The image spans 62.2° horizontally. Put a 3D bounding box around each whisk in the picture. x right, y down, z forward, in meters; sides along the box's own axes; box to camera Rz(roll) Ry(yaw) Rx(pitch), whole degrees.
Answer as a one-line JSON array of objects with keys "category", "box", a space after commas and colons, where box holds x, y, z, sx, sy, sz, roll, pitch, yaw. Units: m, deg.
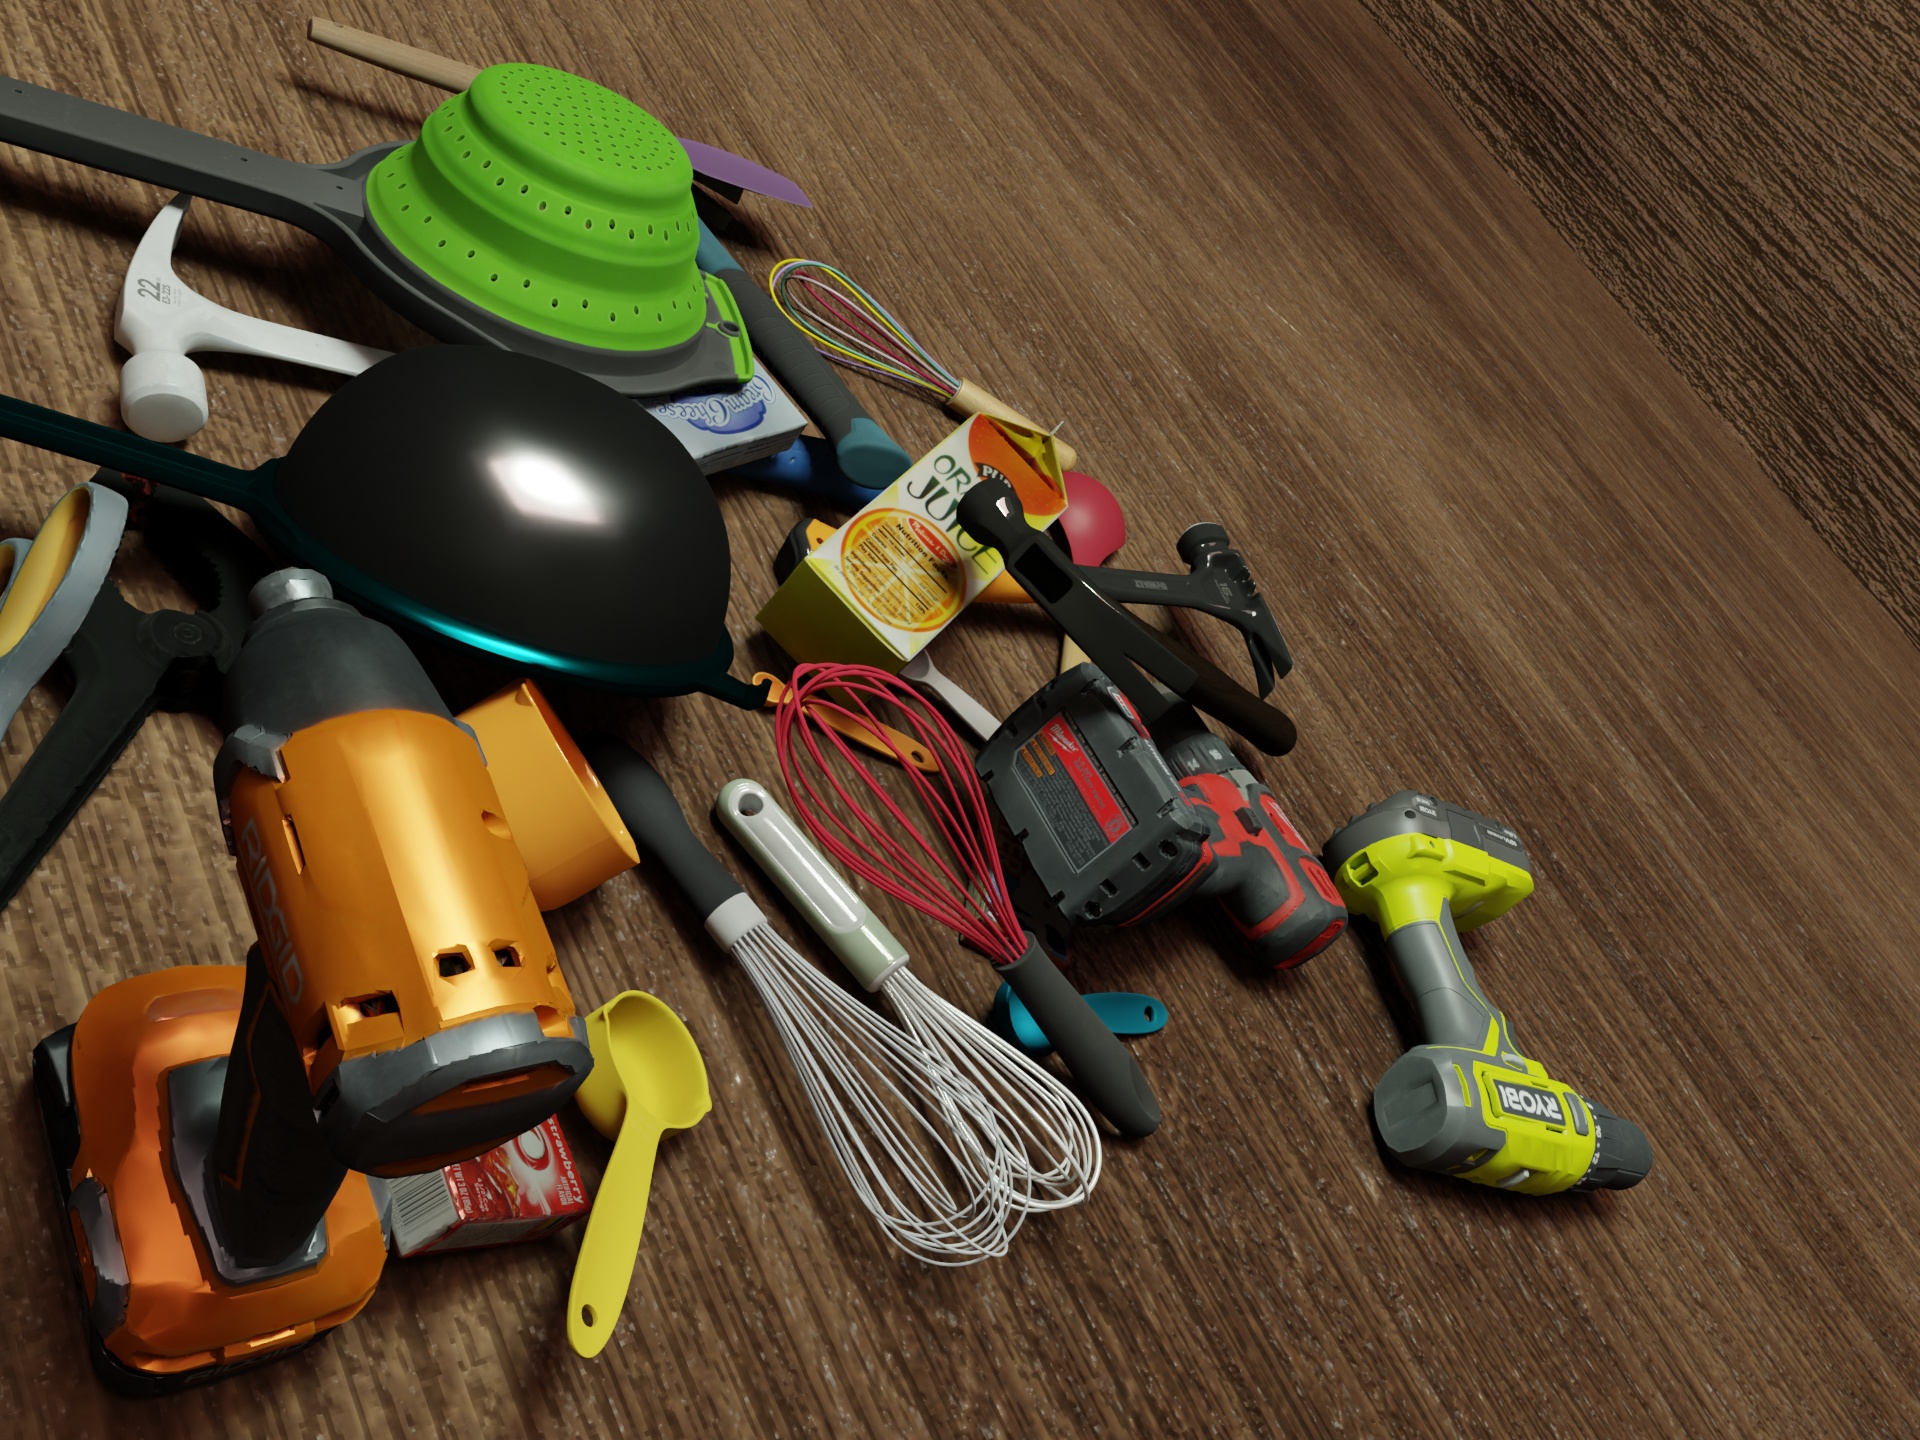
[{"category": "whisk", "box": [-0.027, 0.118, 0.707, 0.058, 0.059, 0.246, -37, 76, -25]}, {"category": "whisk", "box": [0.013, 0.087, 0.698, 0.295, 0.073, 0.073, 54, 31, -26]}, {"category": "whisk", "box": [-0.074, 0.110, 0.668, 0.285, 0.070, 0.070, 48, 37, 15]}, {"category": "whisk", "box": [-0.020, -0.235, 1.060, 0.244, 0.051, 0.047, 28, 33, -24]}]

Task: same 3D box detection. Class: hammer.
[{"category": "hammer", "box": [-0.213, -0.168, 0.824, 0.405, 0.035, 0.144, 7, 50, -38]}, {"category": "hammer", "box": [0.049, -0.077, 0.944, 0.336, 0.034, 0.127, 2, 52, -33]}, {"category": "hammer", "box": [-0.133, -0.253, 0.948, 0.128, 0.033, 0.331, -7, 50, -46]}, {"category": "hammer", "box": [0.118, -0.028, 0.865, 0.130, 0.031, 0.331, 51, 14, 31]}]

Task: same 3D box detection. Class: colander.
[{"category": "colander", "box": [-0.269, -0.270, 0.752, 0.396, 0.094, 0.205, 10, 40, -30]}]

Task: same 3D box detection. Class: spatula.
[{"category": "spatula", "box": [-0.229, -0.363, 0.958, 0.315, 0.018, 0.060, 6, 38, -38]}]

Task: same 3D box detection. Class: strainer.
[{"category": "strainer", "box": [-0.230, -0.114, 0.638, 0.340, 0.095, 0.211, 16, 19, -35]}]

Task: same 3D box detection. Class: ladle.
[{"category": "ladle", "box": [0.073, -0.063, 0.991, 0.069, 0.031, 0.316, 28, 41, -17]}]

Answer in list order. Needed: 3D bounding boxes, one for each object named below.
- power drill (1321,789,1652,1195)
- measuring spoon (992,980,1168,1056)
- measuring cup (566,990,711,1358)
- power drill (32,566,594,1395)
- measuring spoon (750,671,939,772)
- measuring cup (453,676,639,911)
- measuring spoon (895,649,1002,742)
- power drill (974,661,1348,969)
[{"category": "power drill", "box": [0.311, 0.168, 0.941, 0.190, 0.080, 0.229, 18, 46, -29]}, {"category": "measuring spoon", "box": [0.058, 0.146, 0.784, 0.128, 0.021, 0.042, 12, 65, -46]}, {"category": "measuring cup", "box": [-0.125, 0.160, 0.562, 0.062, 0.029, 0.157, 50, 21, -25]}, {"category": "power drill", "box": [-0.191, 0.076, 0.445, 0.084, 0.226, 0.164, -3, 56, -44]}, {"category": "measuring spoon", "box": [-0.059, 0.004, 0.820, 0.116, 0.011, 0.021, 25, 36, -28]}, {"category": "measuring cup", "box": [-0.190, 0.010, 0.656, 0.174, 0.052, 0.095, 48, -14, 45]}, {"category": "measuring spoon", "box": [-0.001, -0.003, 0.877, 0.124, 0.018, 0.034, 42, 36, -13]}, {"category": "power drill", "box": [0.106, 0.039, 0.851, 0.226, 0.080, 0.188, 20, 34, -53]}]
